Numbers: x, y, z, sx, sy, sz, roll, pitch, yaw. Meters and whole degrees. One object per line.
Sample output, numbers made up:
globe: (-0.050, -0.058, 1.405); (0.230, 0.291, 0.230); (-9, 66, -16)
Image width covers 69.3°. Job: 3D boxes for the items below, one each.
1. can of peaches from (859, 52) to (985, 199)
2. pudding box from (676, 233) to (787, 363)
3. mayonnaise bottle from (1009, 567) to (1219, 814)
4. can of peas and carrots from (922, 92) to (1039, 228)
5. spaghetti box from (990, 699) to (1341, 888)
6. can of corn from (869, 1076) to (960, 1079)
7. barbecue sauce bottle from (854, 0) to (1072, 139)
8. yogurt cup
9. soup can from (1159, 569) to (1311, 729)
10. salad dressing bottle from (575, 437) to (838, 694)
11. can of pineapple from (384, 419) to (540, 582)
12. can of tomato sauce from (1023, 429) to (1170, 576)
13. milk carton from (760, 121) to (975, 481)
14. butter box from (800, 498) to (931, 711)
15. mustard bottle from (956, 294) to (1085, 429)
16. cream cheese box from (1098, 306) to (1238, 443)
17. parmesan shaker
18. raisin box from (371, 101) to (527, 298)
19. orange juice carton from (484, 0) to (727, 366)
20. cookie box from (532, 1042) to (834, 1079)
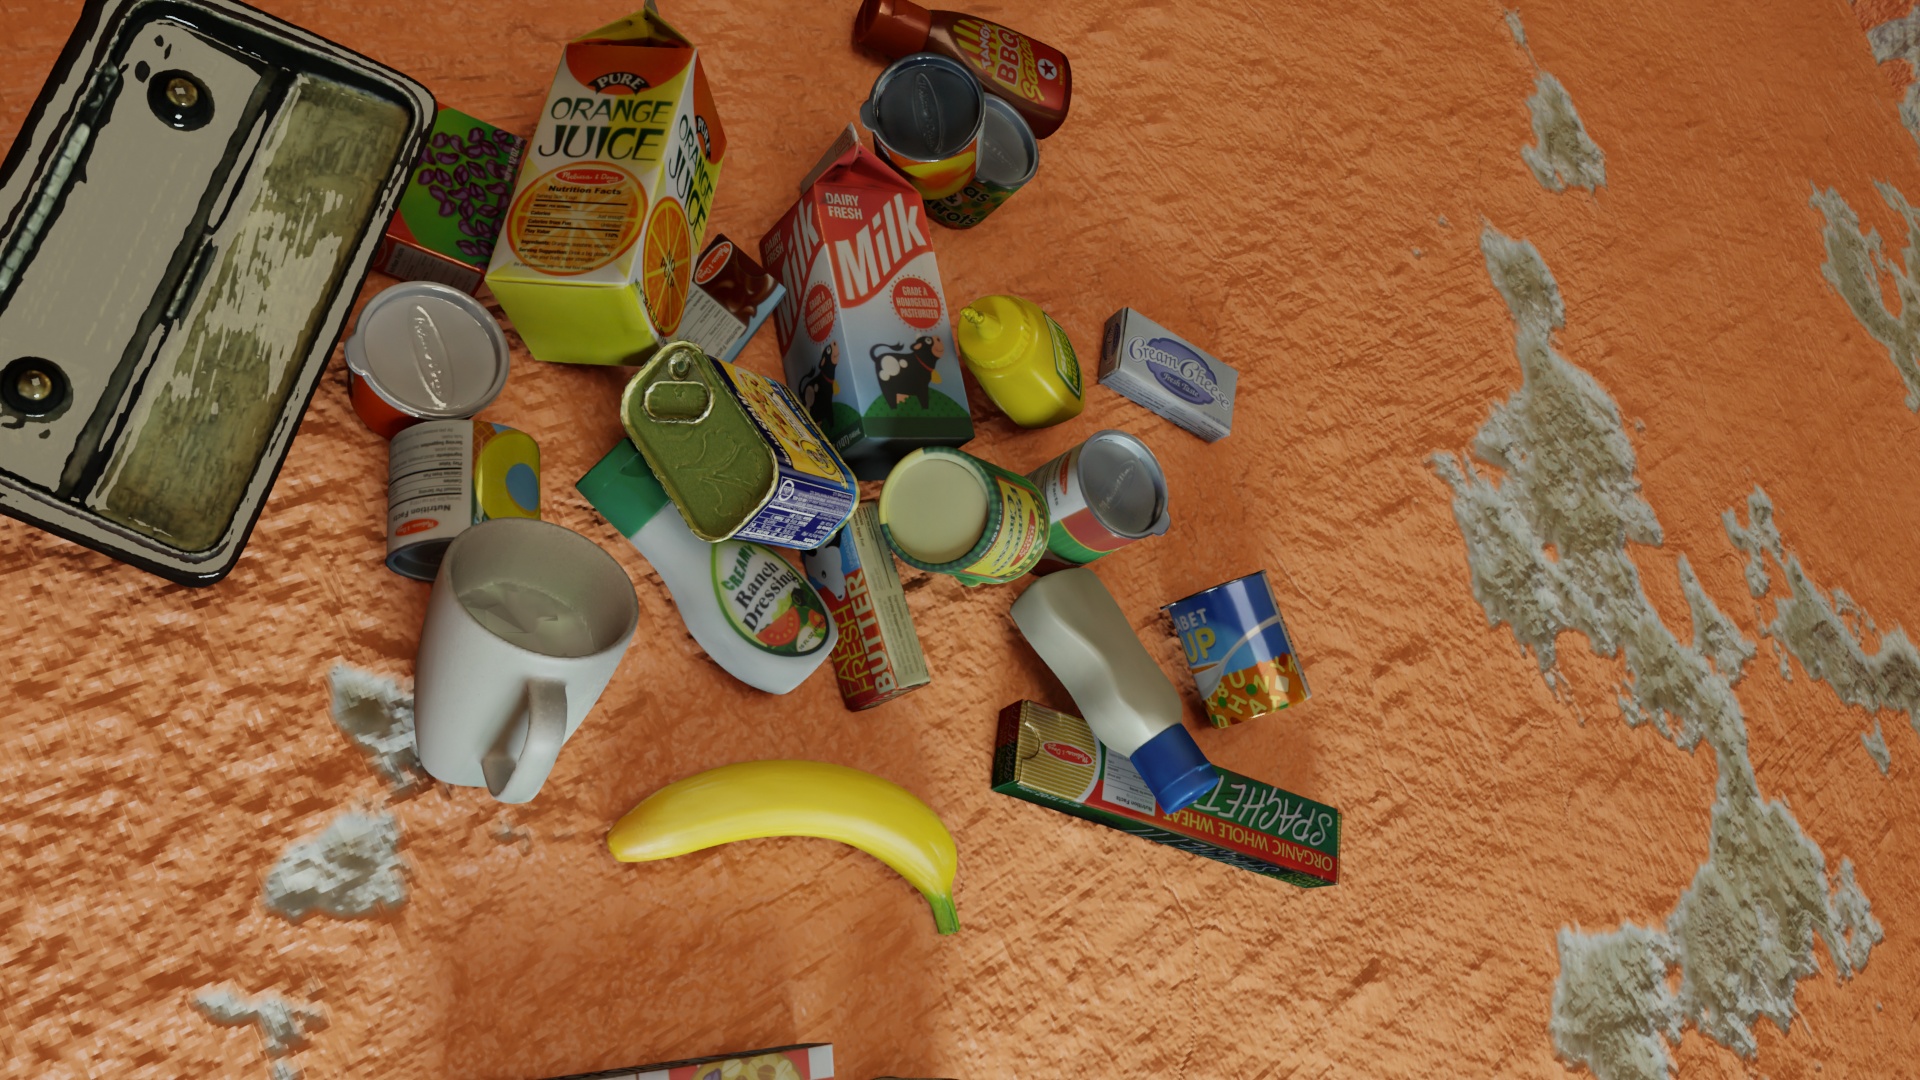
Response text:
can of peaches: (-0.021, -0.239, 0.807); (0.071, 0.058, 0.071); (0, 81, 0)
pudding box: (-0.137, -0.120, 0.753); (0.049, 0.030, 0.084); (39, 55, -14)
mayonnaise bottle: (0.090, 0.084, 0.793); (0.065, 0.041, 0.148); (-9, 58, -48)
can of peas and carrots: (0.006, -0.238, 0.879); (0.071, 0.058, 0.071); (13, 66, -30)
spaghetti box: (0.129, 0.155, 0.827); (0.250, 0.028, 0.050); (22, 61, -26)
can of corn: (-0.019, 0.289, 0.654); (0.071, 0.058, 0.071); (13, 65, -30)
barbecue sauce bottle: (0.003, -0.319, 0.919); (0.148, 0.043, 0.065); (14, 66, -29)
yogurt cup: (-0.250, -0.079, 0.643); (0.072, 0.053, 0.072); (13, 65, -30)
soup can: (0.172, 0.069, 0.869); (0.071, 0.071, 0.084); (-13, 80, -37)
salad dressing bottle: (-0.128, 0.012, 0.698); (0.147, 0.043, 0.064); (45, 47, -11)
can of pineapple: (-0.224, -0.016, 0.631); (0.071, 0.070, 0.058); (6, 69, -33)
can of tomato sauce: (0.073, -0.019, 0.823); (0.071, 0.082, 0.071); (13, 65, -30)
milk carton: (-0.058, -0.135, 0.785); (0.073, 0.072, 0.191); (-3, 74, -35)
butter box: (-0.052, 0.035, 0.735); (0.024, 0.053, 0.103); (-10, 79, -39)
mustard bottle: (0.032, -0.108, 0.802); (0.160, 0.049, 0.065); (22, 53, -70)
cream cheese box: (0.142, -0.111, 0.944); (0.104, 0.024, 0.053); (25, 59, -24)
parmesan shaker: (0.003, -0.009, 0.753); (0.103, 0.071, 0.071); (13, 58, -71)
raisin box: (-0.283, -0.177, 0.669); (0.123, 0.040, 0.086); (20, 63, -26)
orange juice carton: (-0.172, -0.189, 0.712); (0.073, 0.071, 0.193); (5, 64, 7)
cookie box: (-0.131, 0.288, 0.589); (0.168, 0.040, 0.123); (5, 69, -33)
